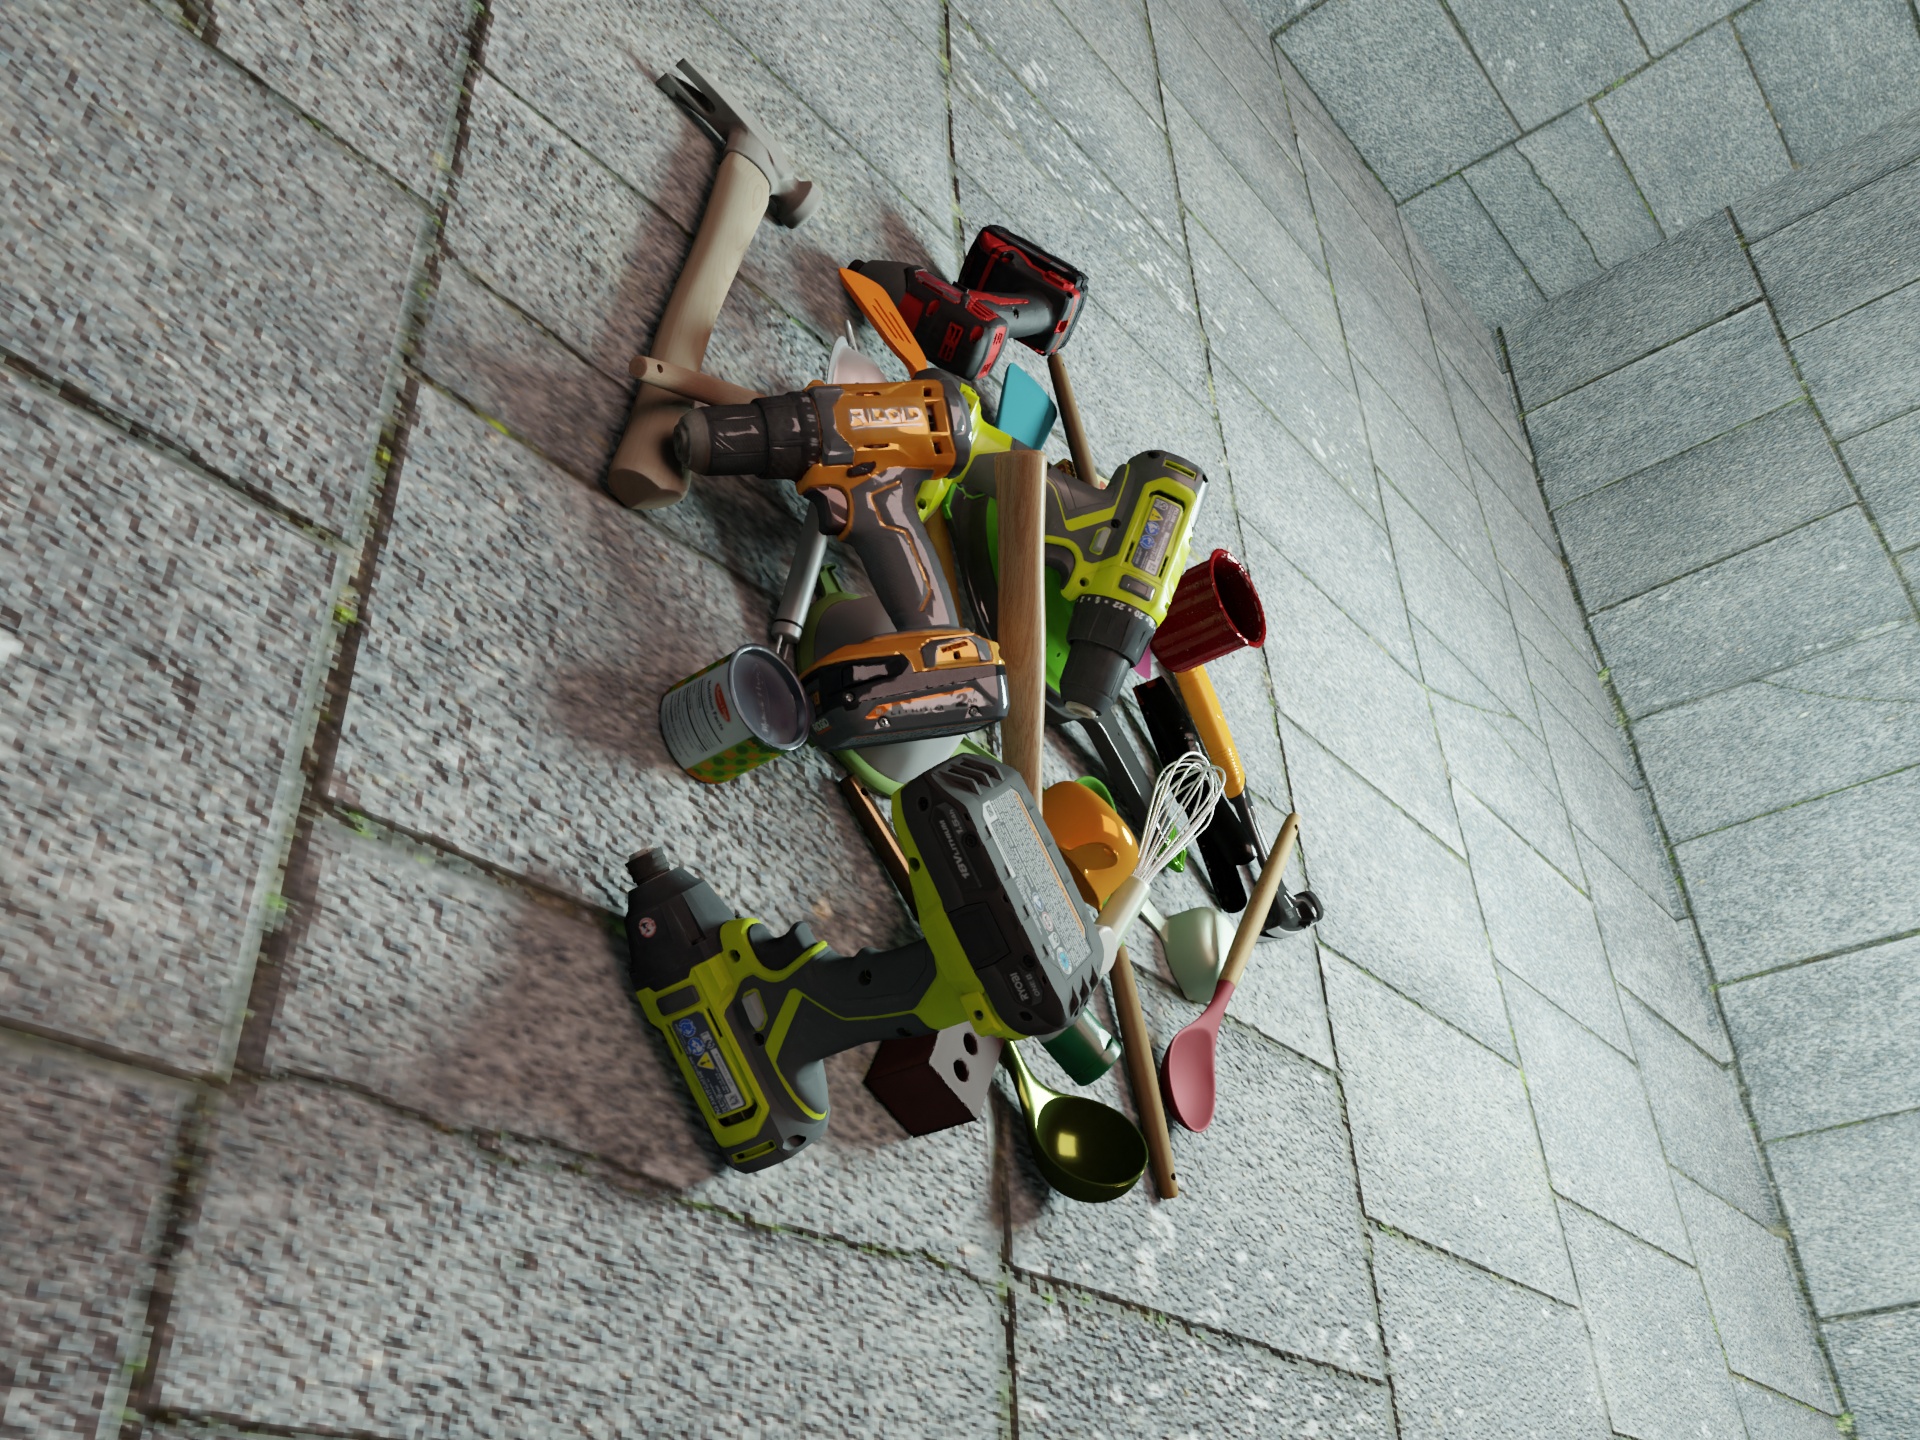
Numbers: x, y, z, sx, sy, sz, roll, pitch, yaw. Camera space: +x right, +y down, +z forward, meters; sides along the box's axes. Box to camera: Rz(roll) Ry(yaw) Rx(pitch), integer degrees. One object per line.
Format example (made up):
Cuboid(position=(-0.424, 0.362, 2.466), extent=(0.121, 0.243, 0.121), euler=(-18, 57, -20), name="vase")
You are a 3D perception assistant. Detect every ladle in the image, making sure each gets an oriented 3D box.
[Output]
Cuboid(position=(0.017, 0.169, 1.019), extent=(0.320, 0.062, 0.078), euler=(59, 34, -3), name="ladle")
Cuboid(position=(0.218, 0.188, 1.257), extent=(0.069, 0.031, 0.316), euler=(53, 48, -26), name="ladle")

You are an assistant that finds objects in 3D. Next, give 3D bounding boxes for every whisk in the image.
Cuboid(position=(0.133, 0.117, 1.177), extent=(0.246, 0.058, 0.059), euler=(-54, 127, -32), name="whisk")

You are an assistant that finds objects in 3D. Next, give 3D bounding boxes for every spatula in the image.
Cuboid(position=(-0.032, -0.175, 1.170), extent=(0.081, 0.041, 0.322), euler=(-12, 93, -69), name="spatula")
Cuboid(position=(0.060, -0.151, 1.324), extent=(0.082, 0.044, 0.318), euler=(34, 43, -49), name="spatula")

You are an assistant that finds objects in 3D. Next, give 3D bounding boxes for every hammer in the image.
Cuboid(position=(0.038, -0.006, 1.026), extent=(0.031, 0.130, 0.331), euler=(-8, 99, -52), name="hammer")
Cuboid(position=(-0.183, -0.296, 1.075), extent=(0.146, 0.038, 0.411), euler=(40, 39, -32), name="hammer")
Cuboid(position=(0.242, 0.040, 1.467), extent=(0.127, 0.034, 0.337), euler=(-5, 72, -58), name="hammer")

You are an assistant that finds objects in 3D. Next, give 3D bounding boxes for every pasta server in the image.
Cuboid(position=(-0.121, -0.208, 1.054), extent=(0.316, 0.040, 0.060), euler=(-4, 83, -69), name="pasta server")

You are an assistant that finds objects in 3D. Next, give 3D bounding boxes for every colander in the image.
Cuboid(position=(0.123, -0.044, 1.243), extent=(0.396, 0.094, 0.205), euler=(59, 27, -25), name="colander")

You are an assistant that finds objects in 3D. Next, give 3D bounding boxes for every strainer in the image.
Cuboid(position=(-0.002, -0.004, 1.099), extent=(0.256, 0.069, 0.152), euler=(35, 42, -37), name="strainer")
Cuboid(position=(-0.085, -0.153, 1.055), extent=(0.086, 0.050, 0.259), euler=(65, 37, -67), name="strainer")

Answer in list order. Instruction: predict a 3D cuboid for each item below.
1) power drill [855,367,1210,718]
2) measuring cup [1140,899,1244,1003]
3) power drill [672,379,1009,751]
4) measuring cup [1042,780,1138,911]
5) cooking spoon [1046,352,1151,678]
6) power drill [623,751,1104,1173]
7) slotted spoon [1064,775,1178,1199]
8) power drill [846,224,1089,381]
Cuboid(position=(0.043, -0.124, 1.095), extent=(0.228, 0.080, 0.190), euler=(24, 79, -9), name="power drill")
Cuboid(position=(0.175, 0.159, 1.273), extent=(0.167, 0.038, 0.083), euler=(48, 34, -28), name="measuring cup")
Cuboid(position=(-0.071, -0.099, 0.973), extent=(0.185, 0.084, 0.226), euler=(-7, 82, -24), name="power drill")
Cuboid(position=(0.095, 0.080, 1.098), extent=(0.052, 0.173, 0.095), euler=(-42, 93, -14), name="measuring cup")
Cuboid(position=(0.117, -0.182, 1.378), extent=(0.068, 0.017, 0.319), euler=(22, 51, -58), name="cooking spoon")
Cuboid(position=(-0.059, 0.110, 0.782), extent=(0.171, 0.223, 0.080), euler=(64, 24, 0), name="power drill")
Cuboid(position=(0.118, 0.194, 1.178), extent=(0.070, 0.031, 0.314), euler=(8, 63, -45), name="slotted spoon")
Cuboid(position=(0.006, -0.352, 1.332), extent=(0.143, 0.078, 0.220), euler=(33, 32, 14), name="power drill")
